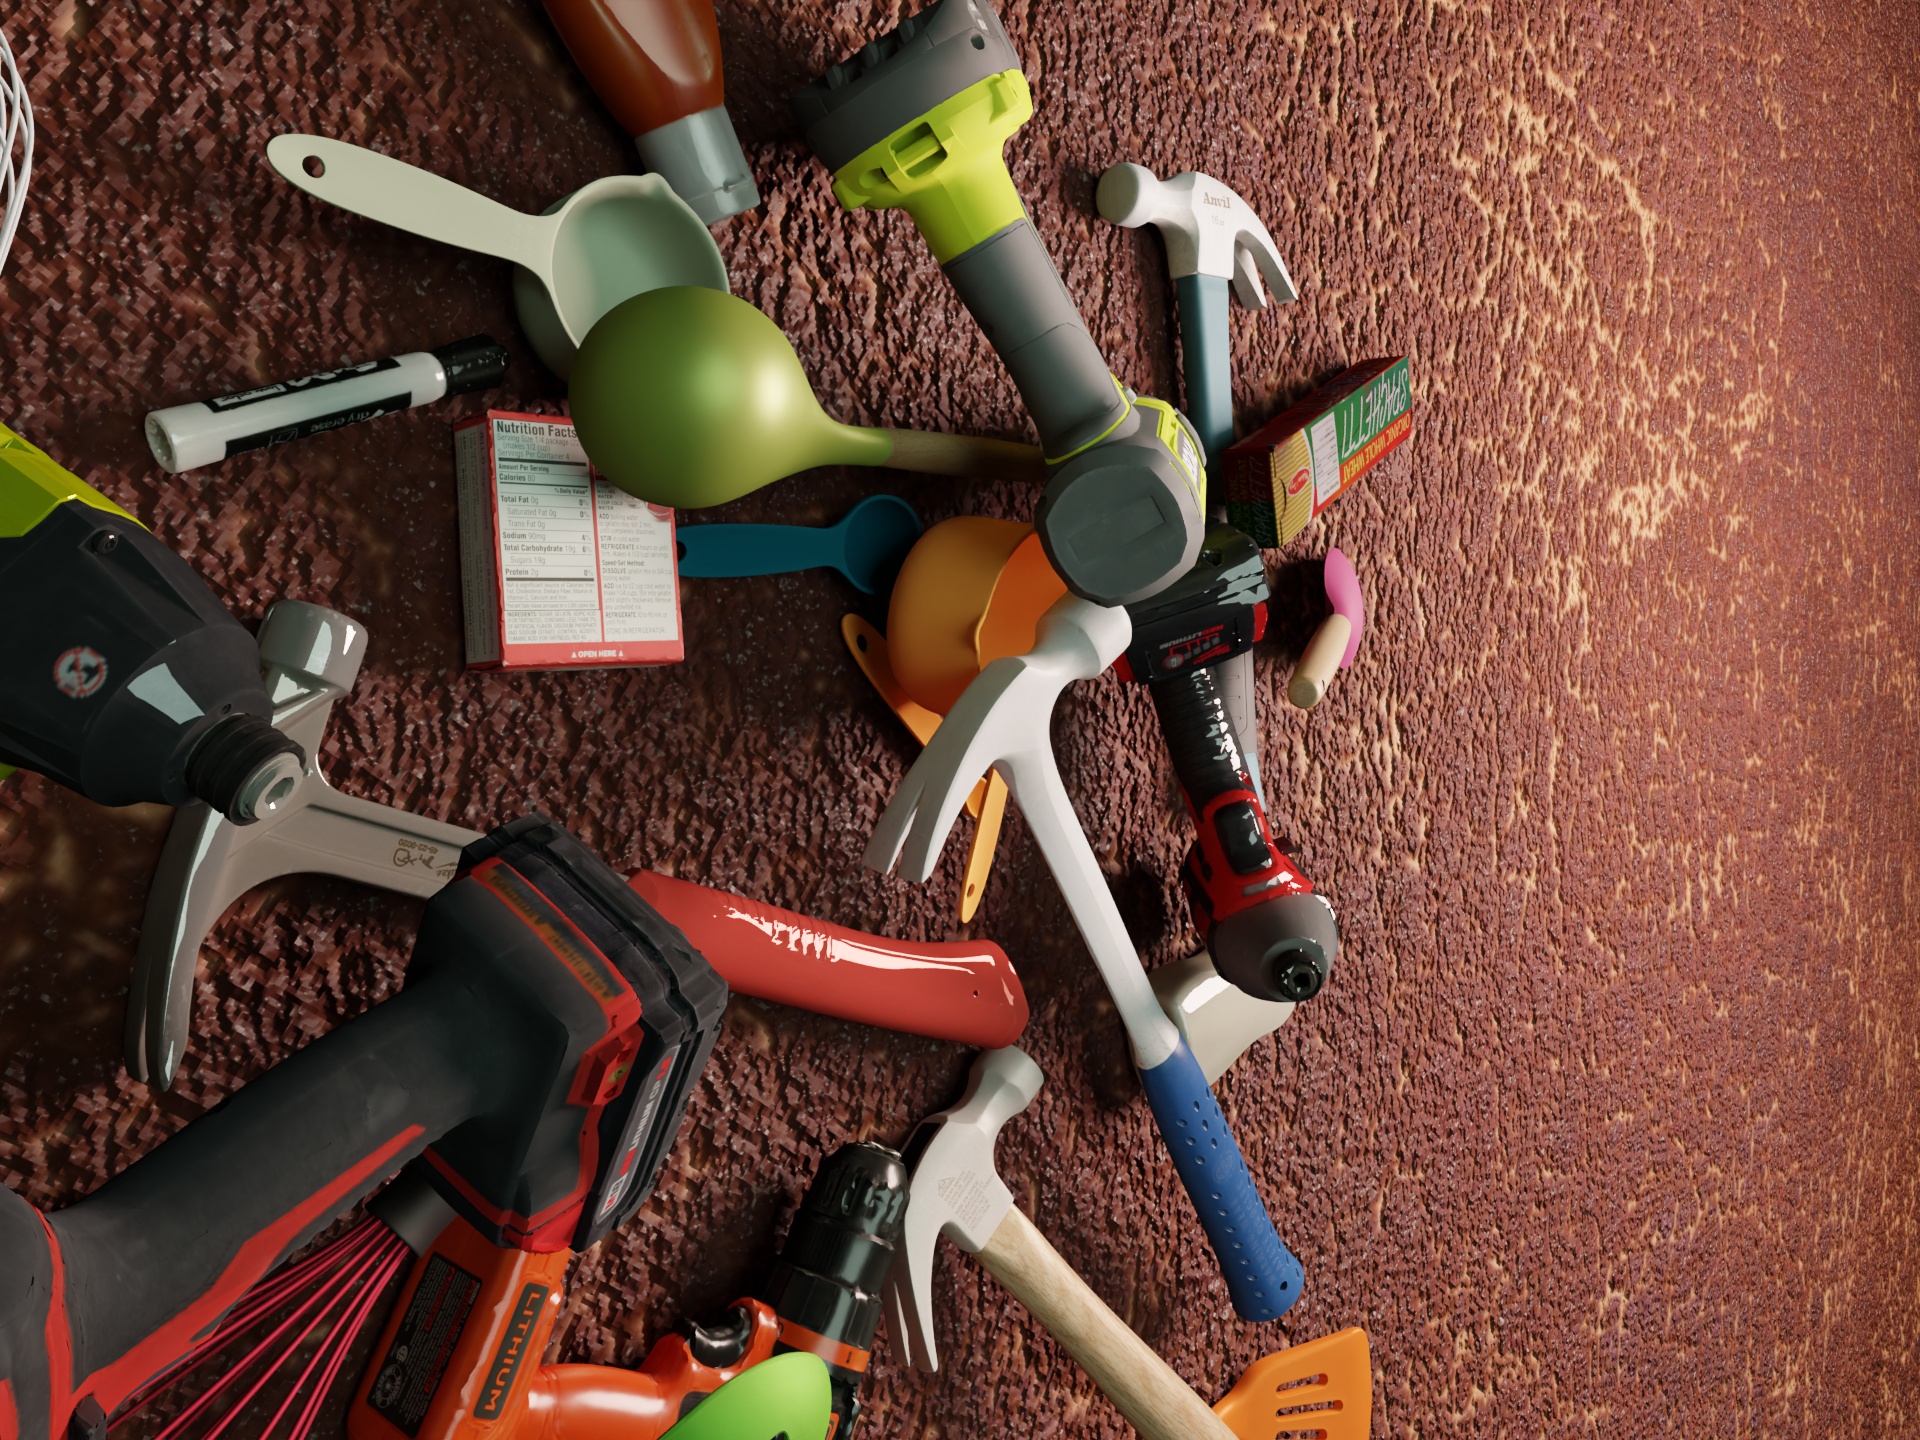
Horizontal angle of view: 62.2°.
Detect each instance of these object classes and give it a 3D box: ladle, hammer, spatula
[{"bbox_3d":[-0.027,-0.116,0.641,0.078,0.062,0.320,-54,159,24],"label":"ladle"},{"bbox_3d":[-0.107,0.086,0.588,0.358,0.037,0.149,24,73,-42],"label":"hammer"},{"bbox_3d":[0.081,0.143,0.712,0.144,0.035,0.405,-45,127,-28],"label":"hammer"},{"bbox_3d":[0.082,0.306,0.725,0.331,0.031,0.130,50,58,-15],"label":"hammer"},{"bbox_3d":[0.131,-0.114,0.829,0.128,0.033,0.331,-7,95,-43],"label":"hammer"},{"bbox_3d":[0.098,0.372,0.785,0.322,0.041,0.081,2,89,-44],"label":"spatula"}]

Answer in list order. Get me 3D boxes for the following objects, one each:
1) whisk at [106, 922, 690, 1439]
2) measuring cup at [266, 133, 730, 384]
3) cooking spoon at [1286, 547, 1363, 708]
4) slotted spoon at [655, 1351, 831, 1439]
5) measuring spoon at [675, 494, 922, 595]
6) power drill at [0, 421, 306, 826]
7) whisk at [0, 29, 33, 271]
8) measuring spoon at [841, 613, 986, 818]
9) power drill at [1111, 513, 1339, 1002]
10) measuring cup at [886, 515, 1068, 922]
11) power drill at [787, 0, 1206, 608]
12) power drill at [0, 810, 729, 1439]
[{"bbox_3d":[-0.184,0.167,0.473,0.296,0.073,0.073,-47,121,-28],"label":"whisk"},{"bbox_3d":[-0.156,-0.159,0.542,0.167,0.038,0.083,11,82,-42],"label":"measuring cup"},{"bbox_3d":[0.188,-0.042,0.801,0.319,0.017,0.068,-34,115,-69],"label":"cooking spoon"},{"bbox_3d":[-0.176,0.265,0.464,0.313,0.031,0.070,-14,125,-25],"label":"slotted spoon"},{"bbox_3d":[-0.073,-0.071,0.641,0.128,0.021,0.042,-6,105,-36],"label":"measuring spoon"},{"bbox_3d":[-0.259,0.035,0.327,0.171,0.080,0.223,34,81,8],"label":"power drill"},{"bbox_3d":[-0.280,-0.056,0.406,0.070,0.070,0.284,3,92,-45],"label":"whisk"},{"bbox_3d":[-0.020,-0.001,0.695,0.116,0.011,0.021,54,45,-26],"label":"measuring spoon"},{"bbox_3d":[0.120,0.024,0.740,0.078,0.143,0.219,-18,104,2],"label":"power drill"},{"bbox_3d":[-0.001,-0.002,0.678,0.095,0.052,0.173,-11,114,-62],"label":"measuring cup"},{"bbox_3d":[0.032,-0.171,0.656,0.228,0.080,0.191,59,18,-15],"label":"power drill"},{"bbox_3d":[-0.174,0.135,0.381,0.227,0.080,0.187,-30,153,-49],"label":"power drill"}]
